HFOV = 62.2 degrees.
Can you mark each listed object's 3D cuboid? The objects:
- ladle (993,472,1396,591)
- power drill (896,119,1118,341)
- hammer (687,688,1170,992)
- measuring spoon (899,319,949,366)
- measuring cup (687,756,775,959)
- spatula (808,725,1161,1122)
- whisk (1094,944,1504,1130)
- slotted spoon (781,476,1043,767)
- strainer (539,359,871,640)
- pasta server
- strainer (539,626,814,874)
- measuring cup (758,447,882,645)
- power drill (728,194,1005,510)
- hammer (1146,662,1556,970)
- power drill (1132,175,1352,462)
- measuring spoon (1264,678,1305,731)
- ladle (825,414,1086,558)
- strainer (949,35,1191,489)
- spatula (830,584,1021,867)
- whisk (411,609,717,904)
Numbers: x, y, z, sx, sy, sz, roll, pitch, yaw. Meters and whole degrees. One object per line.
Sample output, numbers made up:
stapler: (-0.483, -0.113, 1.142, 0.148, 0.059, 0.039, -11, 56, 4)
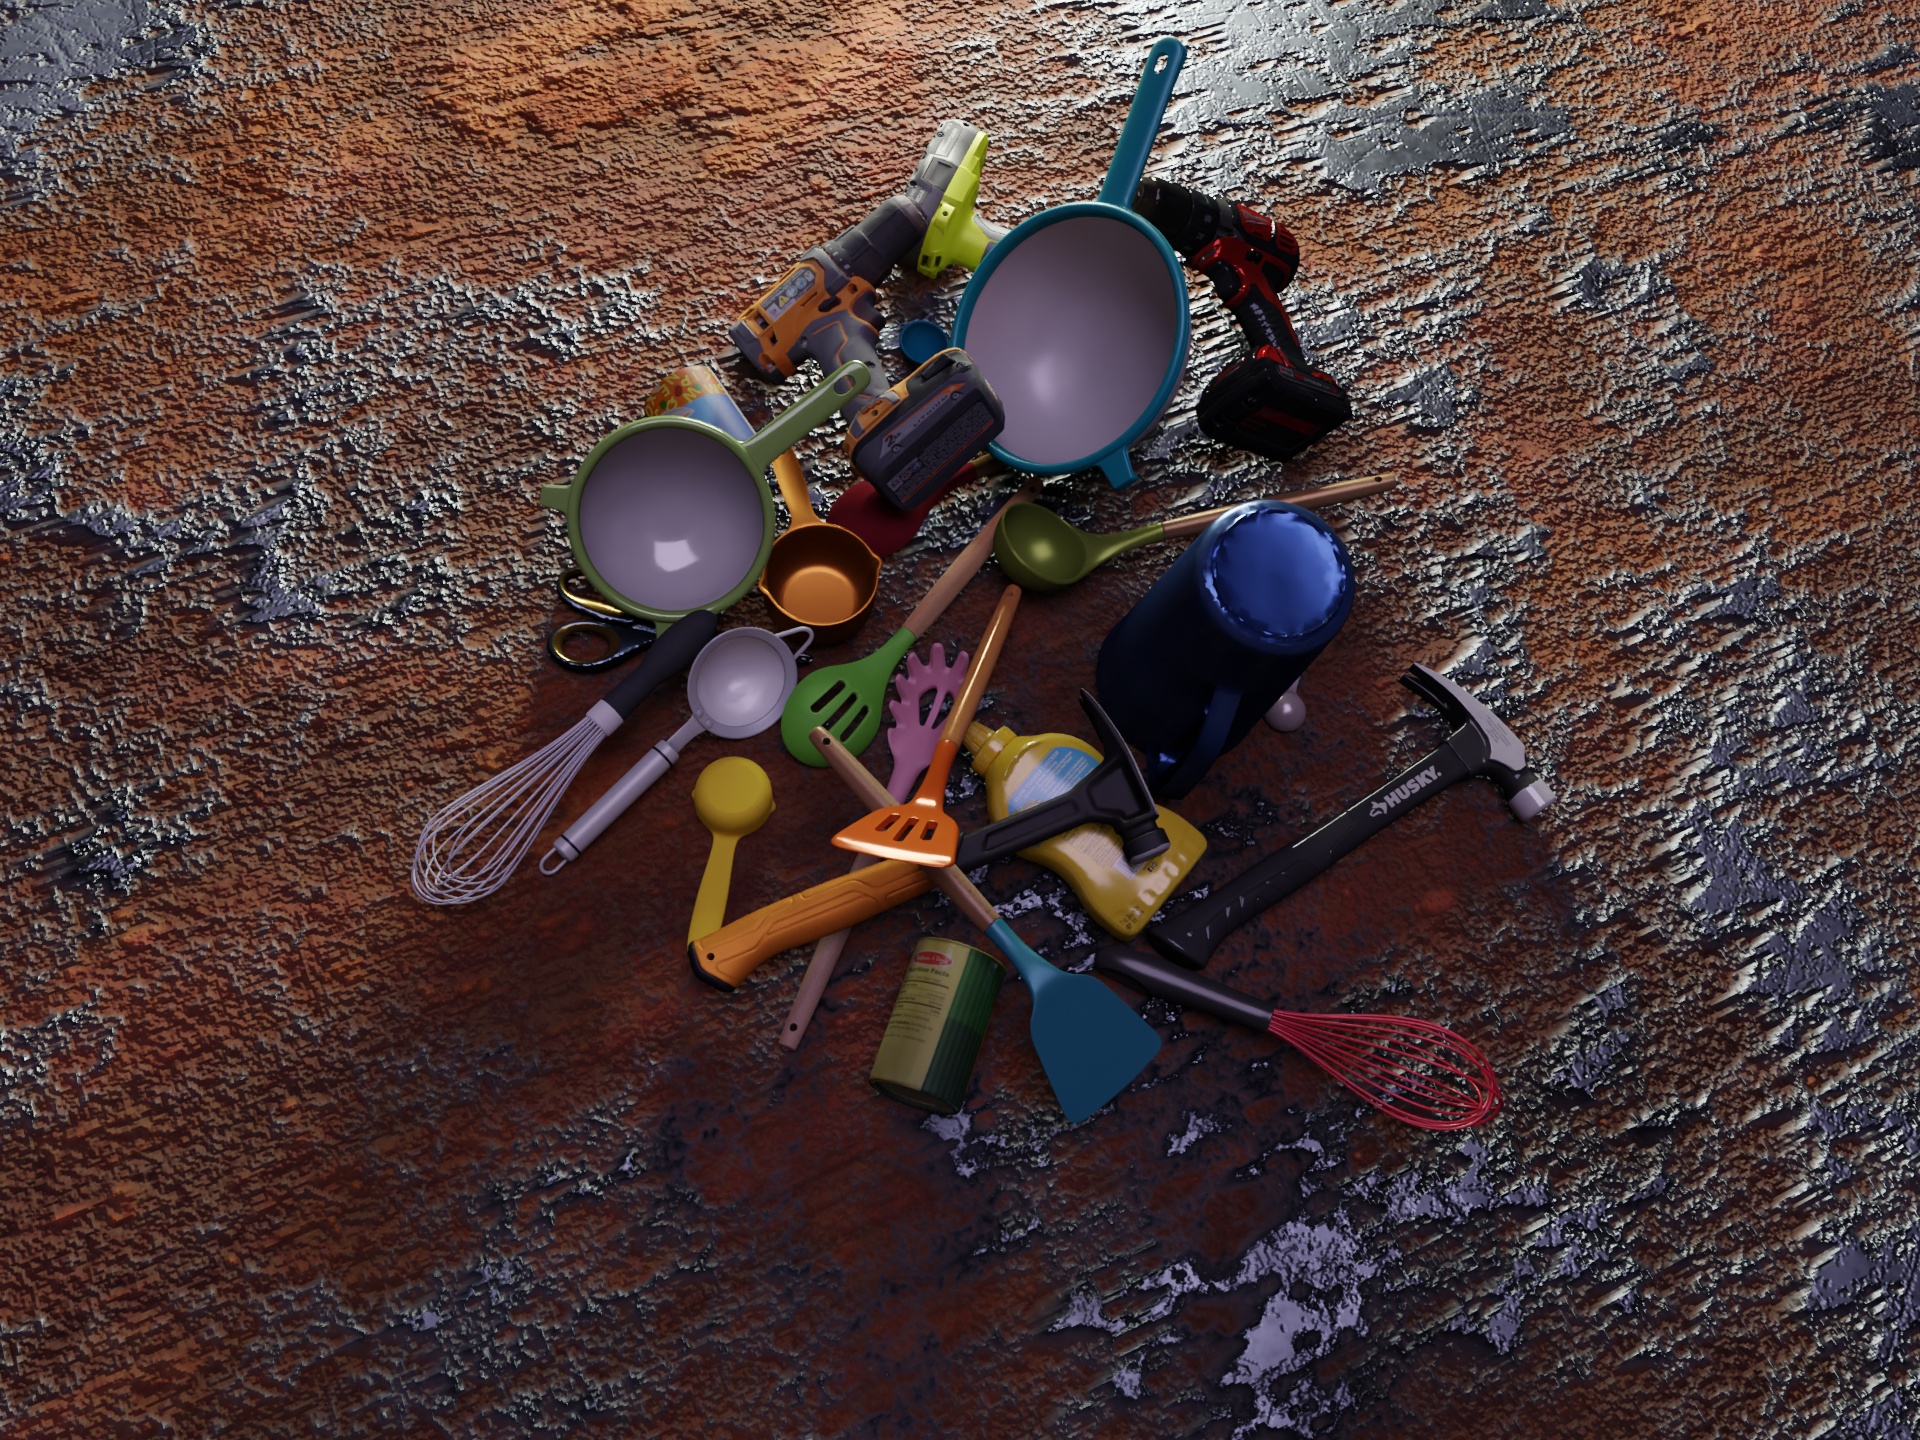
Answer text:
ladle: (0.183, -0.161, 1.241, 0.320, 0.062, 0.078, -12, 59, 1)
power drill: (0.065, -0.416, 1.363, 0.223, 0.080, 0.171, 24, 66, 0)
hammer: (-0.031, 0.097, 1.102, 0.337, 0.034, 0.127, -23, 76, -5)
measuring spoon: (0.001, -0.284, 1.330, 0.128, 0.021, 0.042, 41, 67, 1)
measuring cup: (-0.171, 0.097, 1.129, 0.062, 0.029, 0.157, 10, 64, -2)
spatula: (0.002, 0.122, 1.067, 0.082, 0.044, 0.318, -39, 74, -14)
whisk: (0.235, 0.215, 1.112, 0.296, 0.073, 0.073, 19, 65, 8)
slotted spoon: (-0.027, -0.086, 1.228, 0.070, 0.031, 0.314, 45, 64, -12)
strainer: (-0.173, -0.184, 1.186, 0.256, 0.069, 0.151, -38, 103, -1)
pasta server: (-0.063, 0.087, 1.144, 0.060, 0.040, 0.316, 19, 66, 10)
strainer: (-0.210, 0.016, 1.155, 0.258, 0.086, 0.050, -46, 35, -16)
measuring cup: (-0.120, -0.137, 1.229, 0.095, 0.052, 0.174, -14, 67, -12)
power drill: (-0.058, -0.297, 1.249, 0.185, 0.084, 0.226, -41, 63, 4)
hammer: (0.278, 0.082, 1.188, 0.335, 0.035, 0.146, -30, 73, -18)
power drill: (0.221, -0.340, 1.309, 0.187, 0.080, 0.227, 10, 60, -38)
measuring spoon: (0.263, -0.049, 1.252, 0.034, 0.018, 0.124, 15, 65, 0)
ladle: (0.033, -0.211, 1.294, 0.315, 0.031, 0.069, -26, 71, -18)
strainer: (0.123, -0.350, 1.244, 0.211, 0.095, 0.340, 24, 99, 33)
spatula: (-0.002, -0.004, 1.114, 0.081, 0.041, 0.323, 10, 43, 12)
whisk: (-0.275, 0.020, 1.120, 0.070, 0.070, 0.284, 40, 73, 11)
